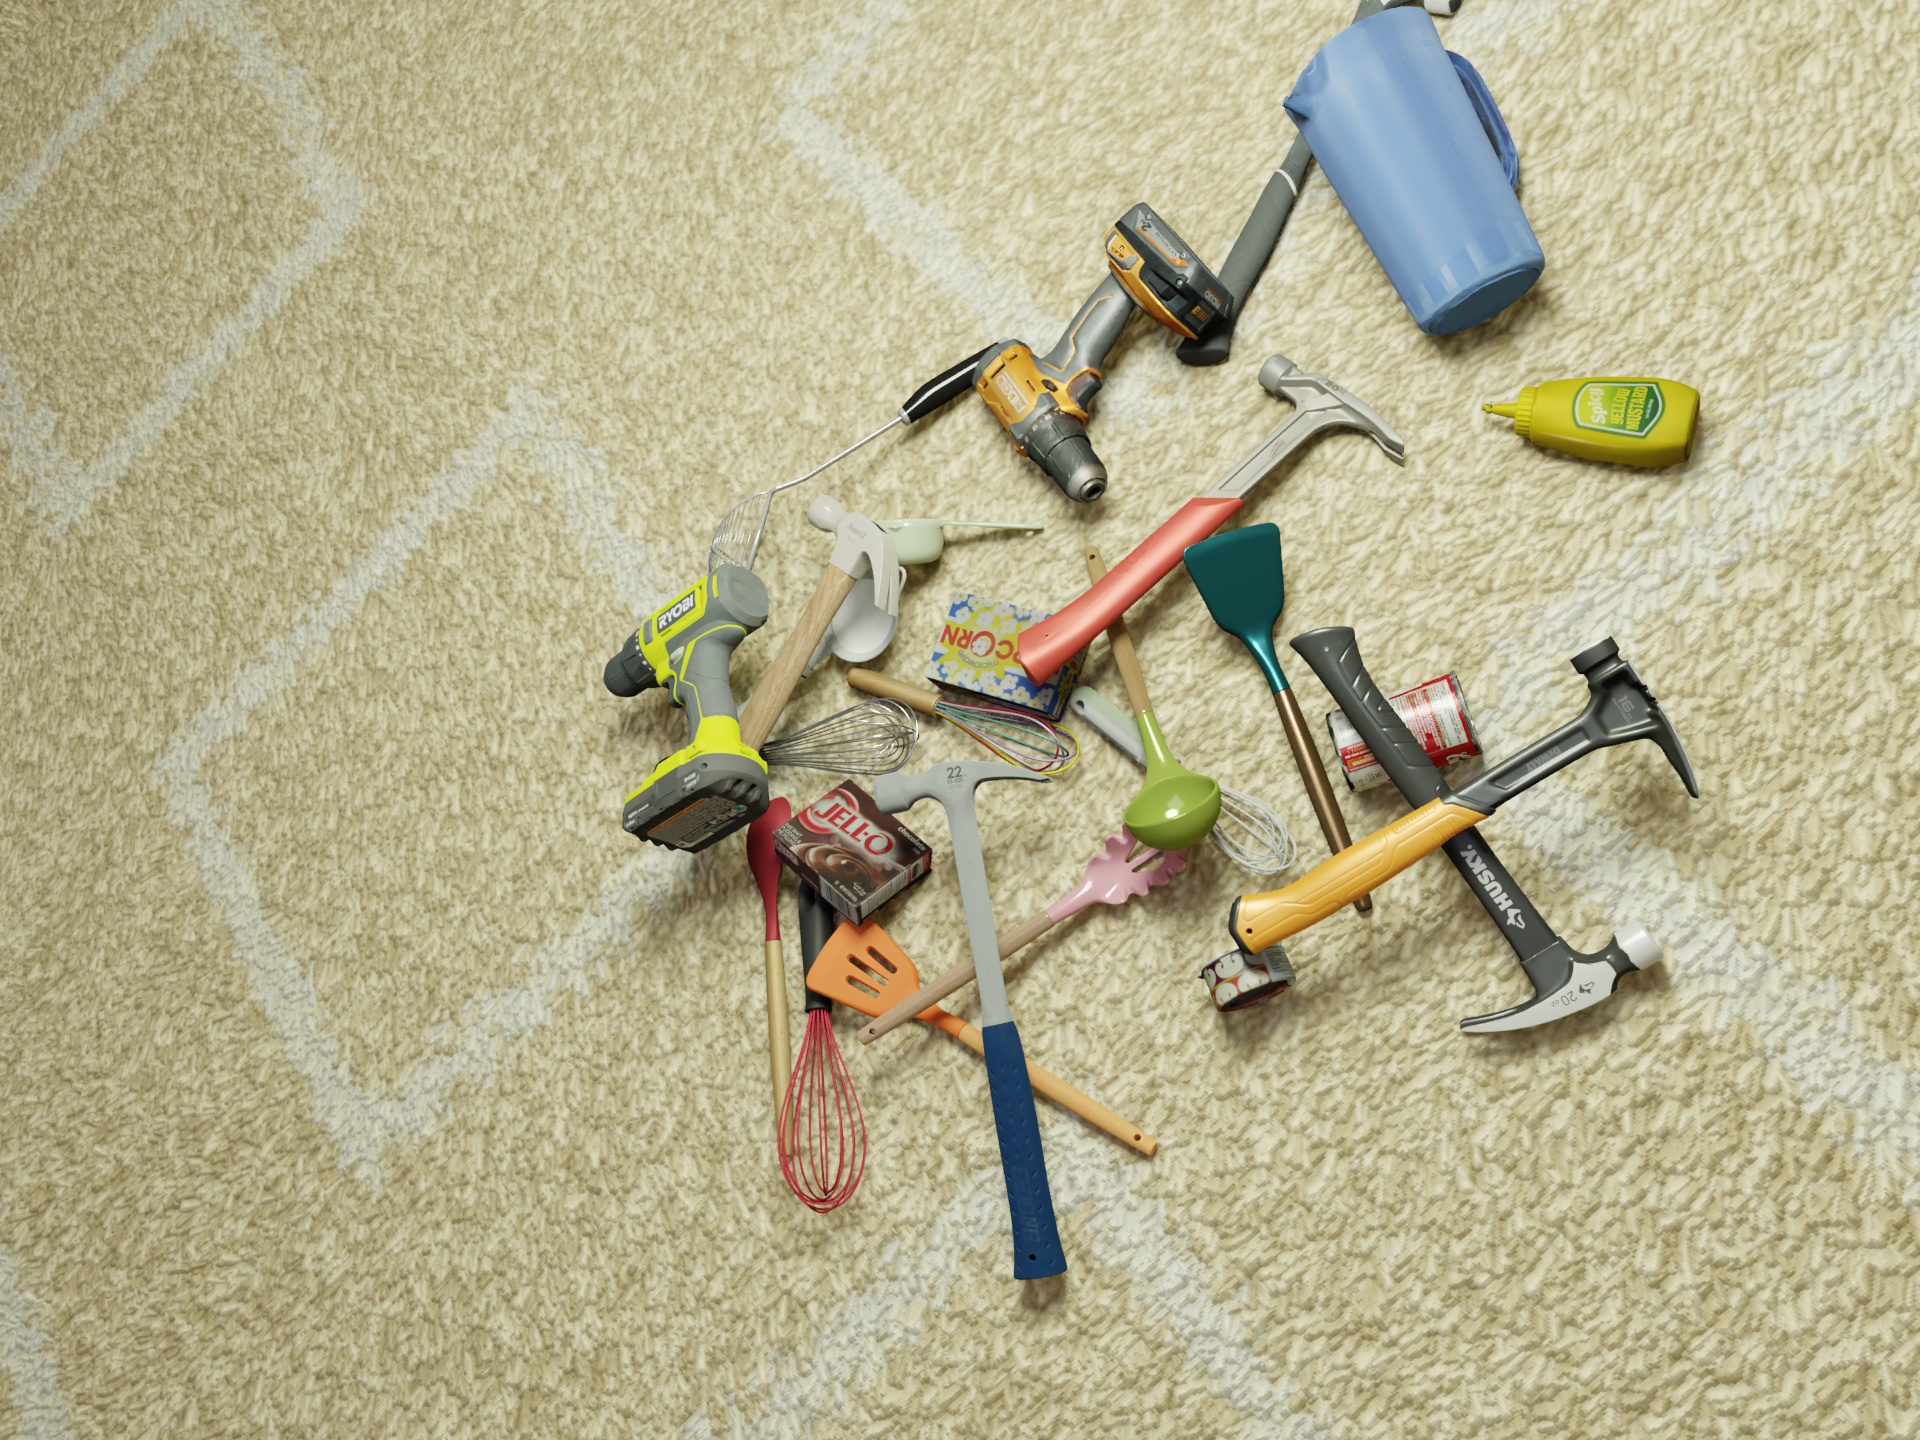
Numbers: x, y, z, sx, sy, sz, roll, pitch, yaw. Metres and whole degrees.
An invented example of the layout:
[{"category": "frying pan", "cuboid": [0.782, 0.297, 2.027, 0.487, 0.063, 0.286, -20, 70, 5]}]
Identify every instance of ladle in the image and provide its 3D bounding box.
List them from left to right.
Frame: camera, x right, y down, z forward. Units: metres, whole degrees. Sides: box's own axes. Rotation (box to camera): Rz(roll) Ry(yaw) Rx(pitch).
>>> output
[{"category": "ladle", "cuboid": [-0.163, 0.220, 1.397, 0.069, 0.031, 0.316, -27, 64, 52]}, {"category": "ladle", "cuboid": [0.141, -0.030, 1.298, 0.078, 0.062, 0.321, -21, 53, 10]}]

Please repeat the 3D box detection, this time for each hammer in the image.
[{"category": "hammer", "cuboid": [-0.159, -0.032, 1.411, 0.130, 0.031, 0.331, 35, 97, 36]}, {"category": "hammer", "cuboid": [0.033, 0.228, 1.257, 0.144, 0.035, 0.406, -12, 80, 10]}, {"category": "hammer", "cuboid": [0.193, -0.152, 1.318, 0.359, 0.036, 0.149, -42, 61, -6]}, {"category": "hammer", "cuboid": [0.295, -0.499, 1.420, 0.149, 0.036, 0.409, 25, 85, 29]}, {"category": "hammer", "cuboid": [0.348, 0.071, 1.164, 0.146, 0.035, 0.335, -36, 80, 15]}, {"category": "hammer", "cuboid": [0.343, 0.080, 1.130, 0.337, 0.034, 0.127, -33, 79, 15]}]

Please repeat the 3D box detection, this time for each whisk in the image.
[{"category": "whisk", "cuboid": [-0.163, 0.027, 1.448, 0.284, 0.070, 0.070, -9, 71, 26]}, {"category": "whisk", "cuboid": [-0.121, 0.266, 1.352, 0.073, 0.073, 0.296, -14, 63, 20]}, {"category": "whisk", "cuboid": [-0.003, -0.003, 1.392, 0.245, 0.051, 0.047, 20, 89, 31]}, {"category": "whisk", "cuboid": [0.176, 0.044, 1.296, 0.059, 0.057, 0.247, -25, 50, -33]}]

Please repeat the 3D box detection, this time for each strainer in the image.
[{"category": "strainer", "cuboid": [-0.138, -0.055, 1.470, 0.258, 0.050, 0.087, -37, 66, 15]}]

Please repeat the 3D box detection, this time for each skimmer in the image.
[{"category": "skimmer", "cuboid": [-0.088, -0.227, 1.490, 0.363, 0.127, 0.090, -33, 99, -2]}]

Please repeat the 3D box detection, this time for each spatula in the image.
[{"category": "spatula", "cuboid": [0.019, 0.263, 1.298, 0.323, 0.041, 0.081, 27, 70, 27]}, {"category": "spatula", "cuboid": [0.263, -0.001, 1.257, 0.082, 0.044, 0.318, -17, 73, -4]}]

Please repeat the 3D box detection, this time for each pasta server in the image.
[{"category": "pasta server", "cuboid": [0.049, 0.174, 1.292, 0.316, 0.040, 0.060, -33, 77, 1]}]

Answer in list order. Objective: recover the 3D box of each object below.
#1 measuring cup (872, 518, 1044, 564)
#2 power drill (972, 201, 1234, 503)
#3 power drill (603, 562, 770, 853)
[{"category": "measuring cup", "cuboid": [-0.008, -0.161, 1.441, 0.167, 0.083, 0.038, 1, 102, 6]}, {"category": "power drill", "cuboid": [0.129, -0.314, 1.390, 0.226, 0.084, 0.186, -43, 55, 19]}, {"category": "power drill", "cuboid": [-0.245, -0.005, 1.400, 0.190, 0.080, 0.229, -30, 53, 32]}]
